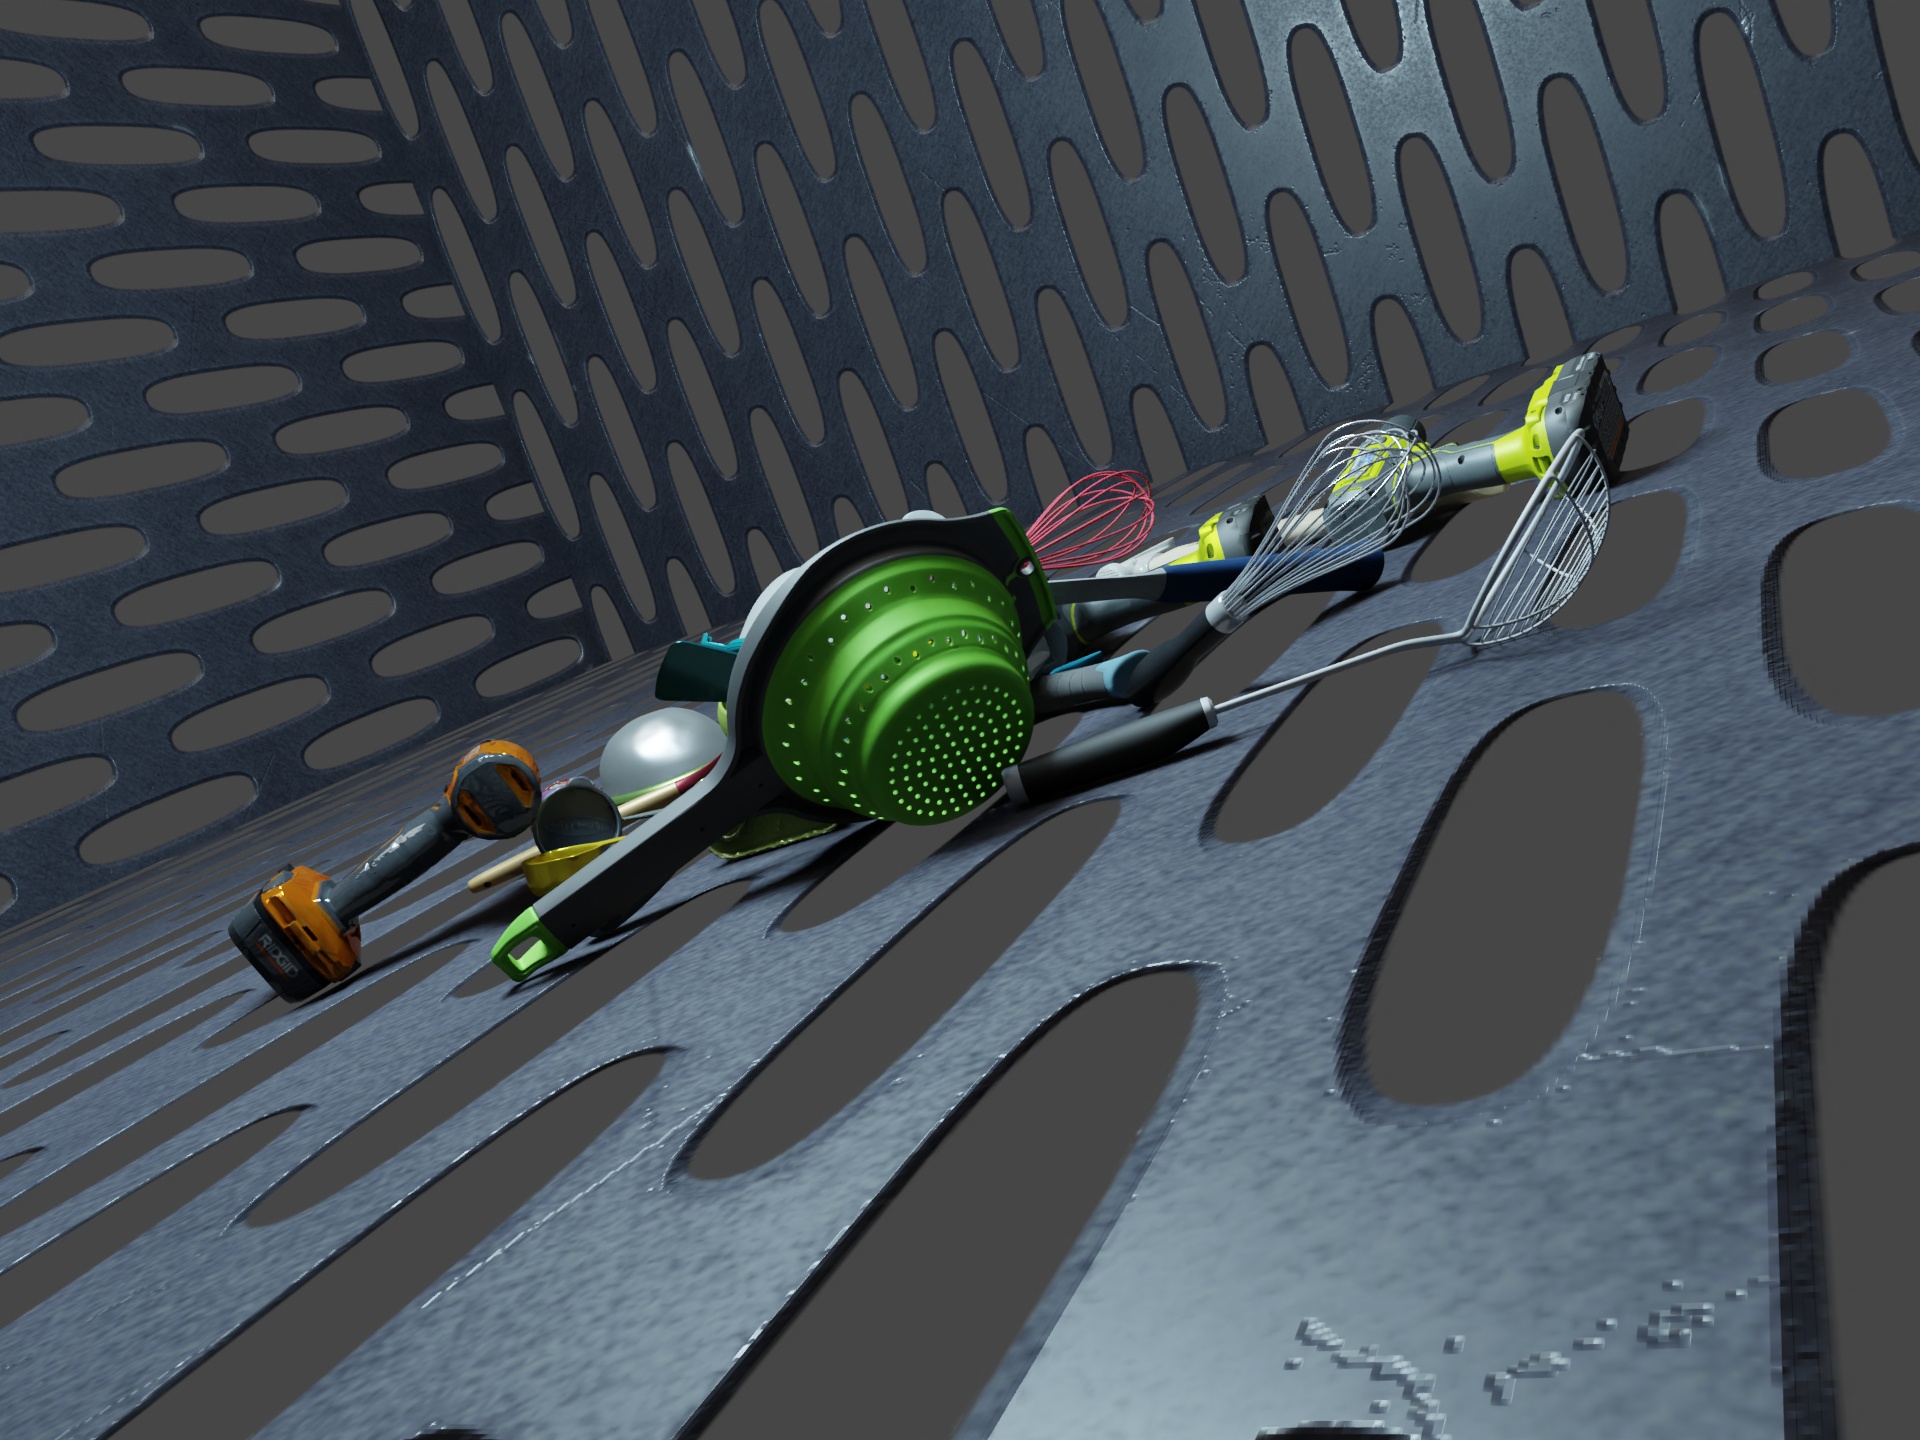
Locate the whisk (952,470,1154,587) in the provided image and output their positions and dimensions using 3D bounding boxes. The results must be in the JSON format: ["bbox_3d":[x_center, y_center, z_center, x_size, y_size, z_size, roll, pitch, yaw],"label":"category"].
[{"bbox_3d":[0.049,-0.128,1.272,0.296,0.073,0.073,-30,13,-29],"label":"whisk"}]

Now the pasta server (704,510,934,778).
[{"bbox_3d":[-0.116,-0.038,1.245,0.316,0.040,0.060,-46,50,-8],"label":"pasta server"}]

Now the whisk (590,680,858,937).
[{"bbox_3d":[-0.146,0.043,0.981,0.239,0.055,0.055,-47,15,-11],"label":"whisk"}]

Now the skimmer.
[{"bbox_3d":[0.186,-0.052,0.884,0.363,0.090,0.127,-21,-15,8],"label":"skimmer"}]

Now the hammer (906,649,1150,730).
[{"bbox_3d":[-0.002,-0.004,1.187,0.331,0.033,0.128,-13,13,37],"label":"hammer"}]

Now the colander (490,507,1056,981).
[{"bbox_3d":[-0.089,0.042,0.915,0.397,0.204,0.095,-37,47,-7],"label":"colander"}]

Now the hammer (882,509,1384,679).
[{"bbox_3d":[0.122,-0.088,1.079,0.405,0.035,0.144,-7,-39,-29],"label":"hammer"}]

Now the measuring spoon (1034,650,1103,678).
[{"bbox_3d":[0.077,-0.030,1.241,0.042,0.021,0.128,-25,1,-20],"label":"measuring spoon"}]

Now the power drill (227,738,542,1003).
[{"bbox_3d":[-0.405,0.096,1.161,0.226,0.084,0.164,-37,13,-8],"label":"power drill"}]

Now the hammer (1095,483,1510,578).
[{"bbox_3d":[0.332,-0.189,1.539,0.411,0.038,0.146,-12,11,40],"label":"hammer"}]

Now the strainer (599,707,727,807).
[{"bbox_3d":[-0.266,0.012,1.539,0.151,0.069,0.256,-17,11,18],"label":"strainer"}]

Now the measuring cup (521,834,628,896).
[{"bbox_3d":[-0.239,0.098,1.155,0.156,0.029,0.062,-12,5,-31],"label":"measuring cup"}]

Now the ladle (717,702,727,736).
[{"bbox_3d":[-0.123,-0.027,1.352,0.078,0.062,0.320,6,-15,-29],"label":"ladle"}]

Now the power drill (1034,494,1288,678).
[{"bbox_3d":[0.160,-0.111,1.335,0.223,0.080,0.171,-20,9,21],"label":"power drill"}]

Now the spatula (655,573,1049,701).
[{"bbox_3d":[-0.067,-0.067,1.161,0.317,0.044,0.082,-21,-19,-29],"label":"spatula"}]

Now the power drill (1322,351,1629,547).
[{"bbox_3d":[0.431,-0.229,1.339,0.228,0.080,0.191,-14,26,37],"label":"power drill"}]

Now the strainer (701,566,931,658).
[{"bbox_3d":[-0.052,-0.087,1.347,0.210,0.095,0.340,11,-8,-41],"label":"strainer"}]

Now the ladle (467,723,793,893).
[{"bbox_3d":[-0.253,0.066,1.291,0.315,0.069,0.031,-26,37,-5],"label":"ladle"}]

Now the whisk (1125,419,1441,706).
[{"bbox_3d":[0.177,-0.083,0.949,0.070,0.070,0.284,-28,-12,-40],"label":"whisk"}]
